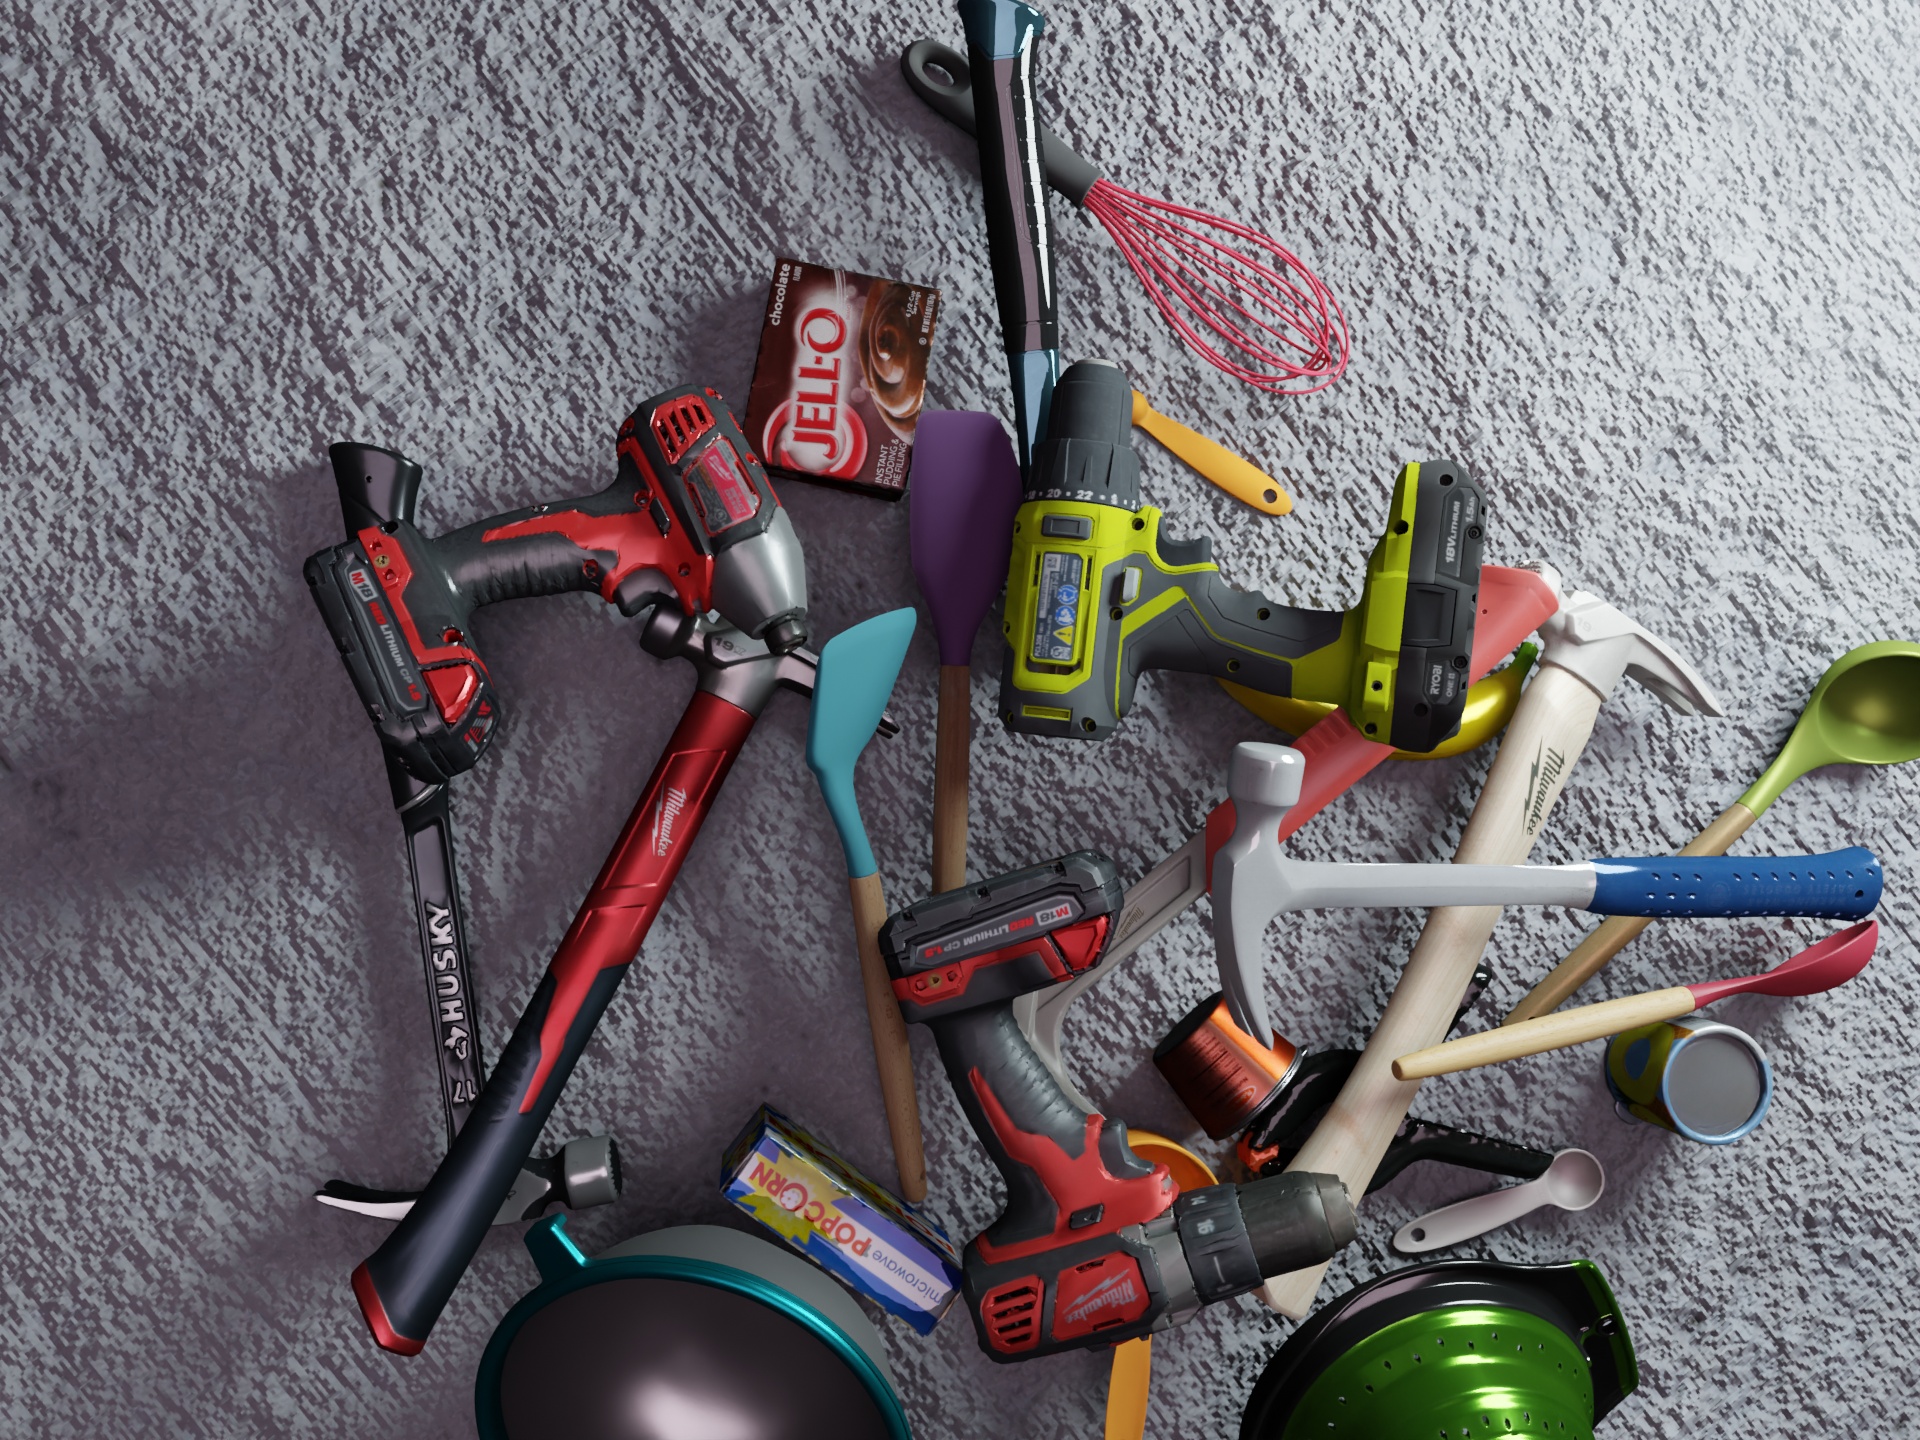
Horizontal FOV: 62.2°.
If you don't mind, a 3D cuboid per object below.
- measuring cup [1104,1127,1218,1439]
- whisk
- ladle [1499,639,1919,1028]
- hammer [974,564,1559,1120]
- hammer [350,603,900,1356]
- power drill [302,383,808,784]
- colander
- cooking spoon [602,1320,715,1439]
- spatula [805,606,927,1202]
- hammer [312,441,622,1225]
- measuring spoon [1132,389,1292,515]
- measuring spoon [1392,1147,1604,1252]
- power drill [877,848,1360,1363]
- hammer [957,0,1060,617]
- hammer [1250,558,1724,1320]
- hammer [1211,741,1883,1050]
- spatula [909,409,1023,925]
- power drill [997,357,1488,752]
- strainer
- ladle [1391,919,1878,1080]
[{"bbox_3d":[0.089,0.304,0.845,0.095,0.052,0.173,6,90,-7],"label":"measuring cup"},{"bbox_3d":[0.087,-0.275,0.861,0.296,0.073,0.073,38,85,2],"label":"whisk"},{"bbox_3d":[0.429,0.072,0.890,0.320,0.062,0.078,-42,109,-3],"label":"ladle"},{"bbox_3d":[0.163,0.054,0.817,0.359,0.036,0.149,-40,71,4],"label":"hammer"},{"bbox_3d":[-0.171,0.129,0.791,0.143,0.038,0.386,27,74,-7],"label":"hammer"},{"bbox_3d":[-0.186,-0.062,0.774,0.219,0.078,0.143,-27,79,-13],"label":"power drill"},{"bbox_3d":[0.179,0.420,0.807,0.397,0.095,0.204,-27,114,1],"label":"colander"},{"bbox_3d":[-0.110,0.423,0.834,0.069,0.017,0.319,-34,91,-6],"label":"cooking spoon"},{"bbox_3d":[-0.038,0.103,0.811,0.044,0.082,0.317,0,105,31],"label":"spatula"},{"bbox_3d":[-0.279,0.058,0.818,0.149,0.036,0.409,-9,89,-6],"label":"hammer"},{"bbox_3d":[0.136,-0.148,0.883,0.117,0.011,0.021,32,85,-5],"label":"measuring spoon"},{"bbox_3d":[0.299,0.271,0.891,0.124,0.018,0.034,-20,91,0],"label":"measuring spoon"},{"bbox_3d":[0.070,0.177,0.756,0.188,0.080,0.227,-18,86,7],"label":"power drill"},{"bbox_3d":[0.038,-0.208,0.837,0.128,0.033,0.331,-7,99,-1],"label":"hammer"},{"bbox_3d":[0.265,0.126,0.843,0.146,0.038,0.411,31,83,-17],"label":"hammer"},{"bbox_3d":[0.308,0.090,0.812,0.405,0.035,0.144,2,101,-21],"label":"hammer"},{"bbox_3d":[-0.001,-0.003,0.823,0.059,0.018,0.316,2,90,-6],"label":"spatula"},{"bbox_3d":[0.135,-0.078,0.783,0.228,0.080,0.190,6,88,15],"label":"power drill"},{"bbox_3d":[-0.056,0.337,0.768,0.340,0.095,0.211,16,113,2],"label":"strainer"},{"bbox_3d":[0.365,0.152,0.847,0.315,0.069,0.031,-9,67,-19],"label":"ladle"}]
